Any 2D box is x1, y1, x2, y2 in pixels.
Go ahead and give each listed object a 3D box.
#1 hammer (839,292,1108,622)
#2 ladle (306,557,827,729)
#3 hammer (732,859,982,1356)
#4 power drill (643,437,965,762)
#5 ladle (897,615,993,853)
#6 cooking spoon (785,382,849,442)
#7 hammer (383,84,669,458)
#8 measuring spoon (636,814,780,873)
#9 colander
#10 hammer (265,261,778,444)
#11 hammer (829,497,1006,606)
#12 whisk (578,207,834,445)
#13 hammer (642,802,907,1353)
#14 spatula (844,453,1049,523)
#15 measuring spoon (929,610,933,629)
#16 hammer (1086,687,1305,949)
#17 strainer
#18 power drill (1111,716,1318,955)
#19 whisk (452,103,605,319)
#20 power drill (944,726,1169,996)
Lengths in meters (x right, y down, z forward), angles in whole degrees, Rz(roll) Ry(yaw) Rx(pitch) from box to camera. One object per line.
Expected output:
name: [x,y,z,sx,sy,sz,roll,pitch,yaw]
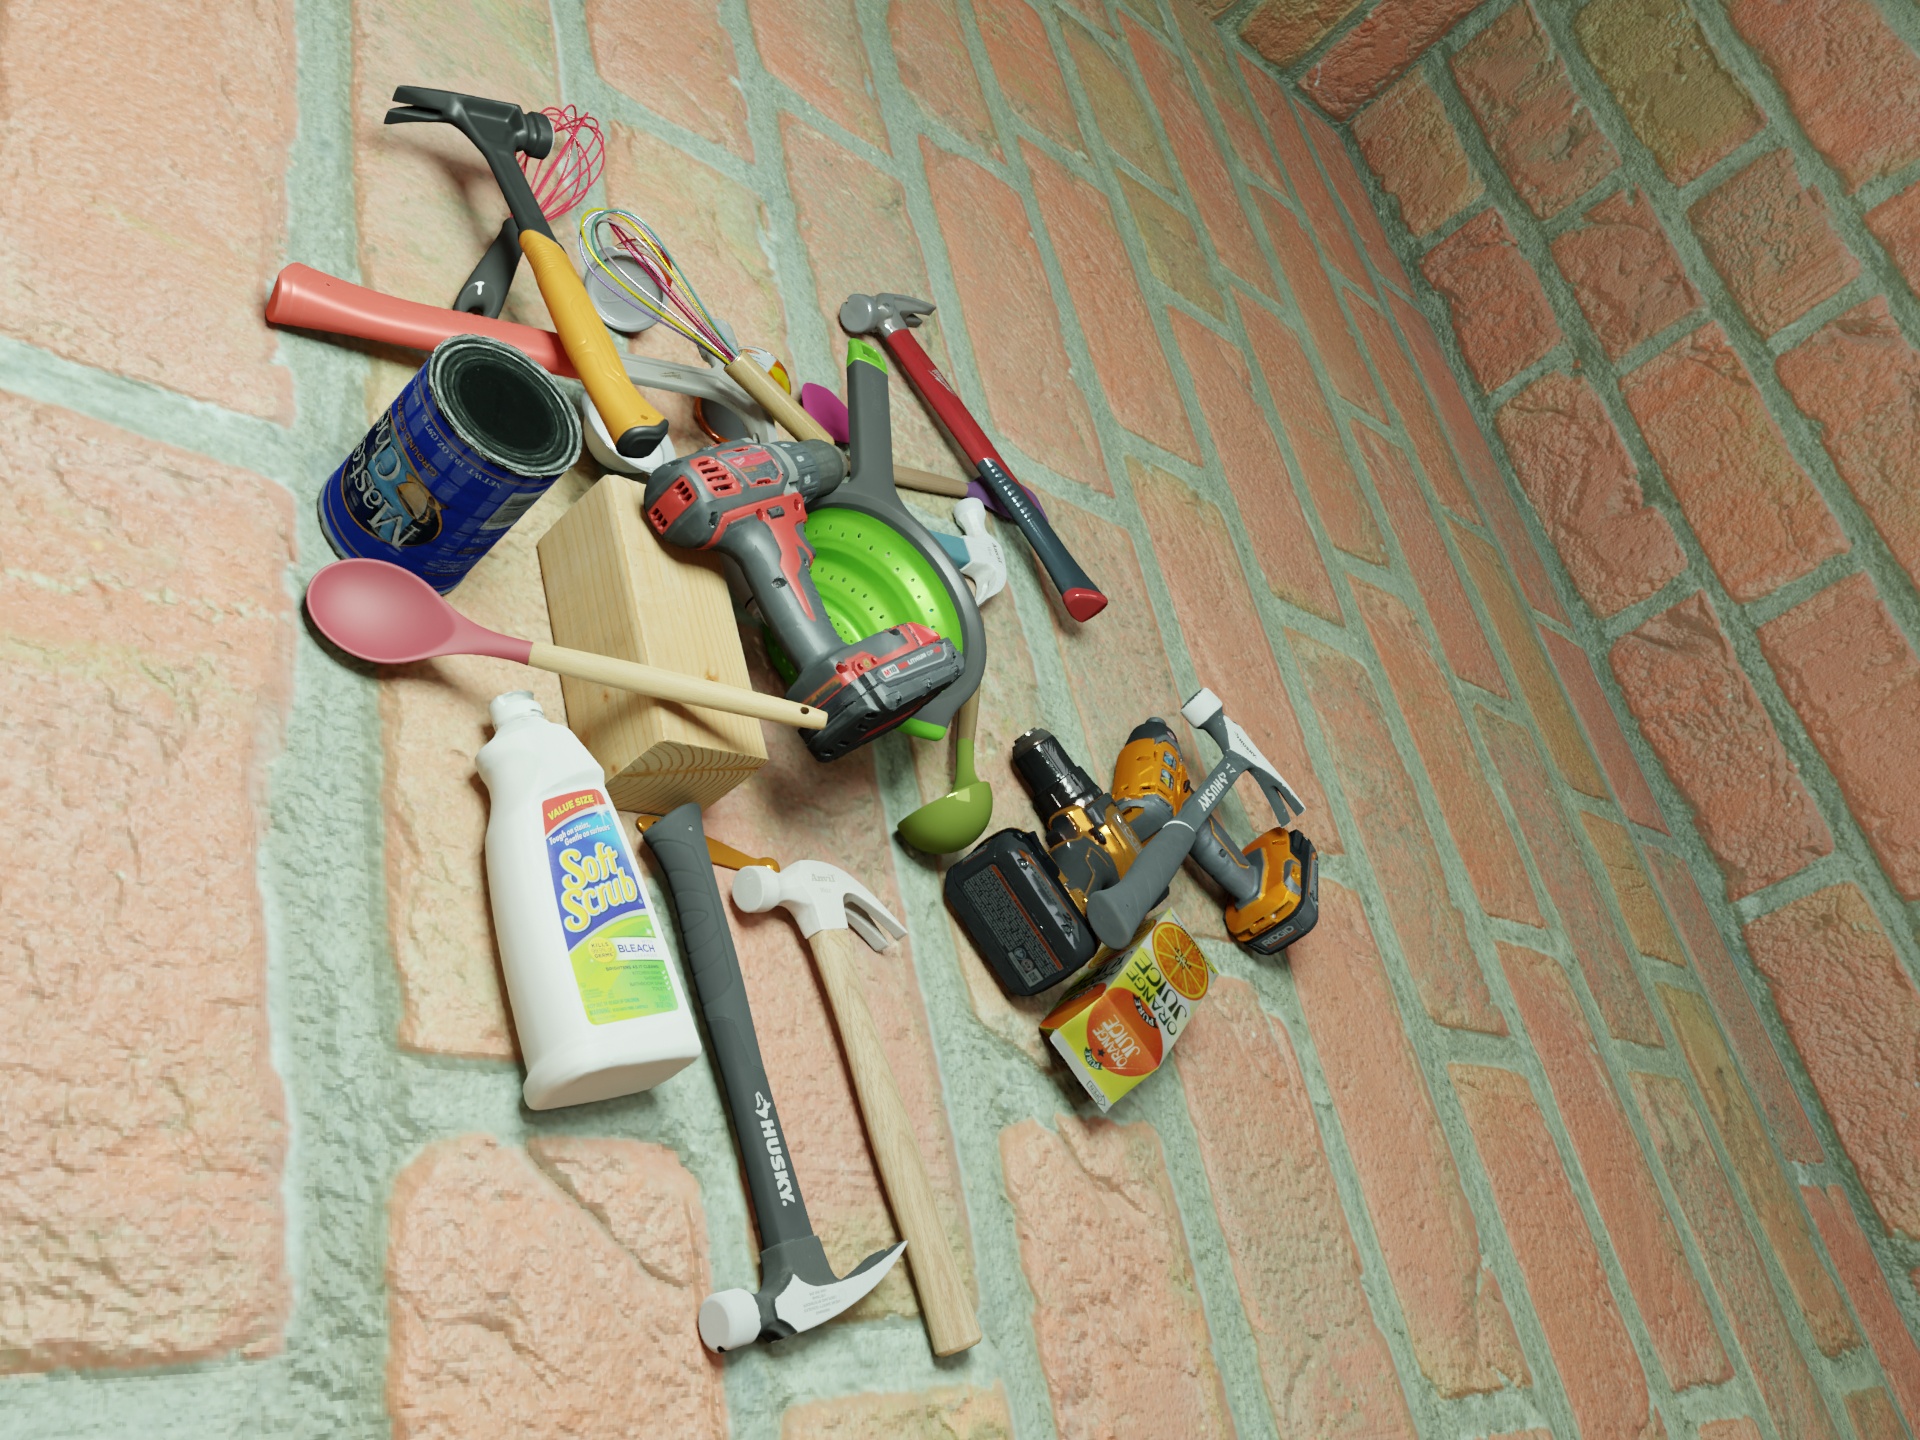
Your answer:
hammer: [0.030,-0.263,1.569,0.386,0.038,0.143,55,30,9]
ladle: [-0.235,-0.036,0.969,0.315,0.031,0.069,14,58,-8]
hammer: [-0.052,0.248,1.051,0.130,0.031,0.331,6,58,-53]
power drill: [-0.096,-0.100,1.103,0.227,0.080,0.188,55,35,5]
ladle: [-0.002,-0.004,1.318,0.062,0.078,0.320,47,27,-27]
cooking spoon: [-0.139,-0.231,1.334,0.068,0.017,0.319,46,24,-11]
hammer: [-0.297,-0.322,1.134,0.127,0.034,0.337,-7,60,-45]
measuring spoon: [-0.167,0.085,1.072,0.116,0.011,0.021,26,43,-36]
colander: [-0.091,-0.142,1.278,0.204,0.094,0.398,22,48,-34]
hammer: [-0.299,-0.256,1.128,0.358,0.036,0.149,3,53,-38]
hammer: [-0.078,-0.170,1.387,0.330,0.033,0.128,11,52,-46]
whisk: [-0.181,-0.284,1.172,0.244,0.051,0.047,43,20,-25]
hammer: [-0.133,0.205,0.984,0.146,0.035,0.335,6,58,-48]
spatula: [-0.015,-0.227,1.527,0.315,0.018,0.060,2,57,-52]
measuring spoon: [-0.025,-0.065,1.368,0.042,0.021,0.129,44,34,-16]
hammer: [0.194,0.093,1.349,0.149,0.036,0.409,47,31,3]
strainer: [-0.212,-0.161,1.172,0.258,0.050,0.087,51,25,15]
power drill: [0.235,0.099,1.499,0.226,0.084,0.164,39,35,-17]
whisk: [-0.339,-0.393,1.240,0.073,0.073,0.296,35,44,-28]
power drill: [0.073,0.106,1.293,0.185,0.084,0.226,56,29,3]
